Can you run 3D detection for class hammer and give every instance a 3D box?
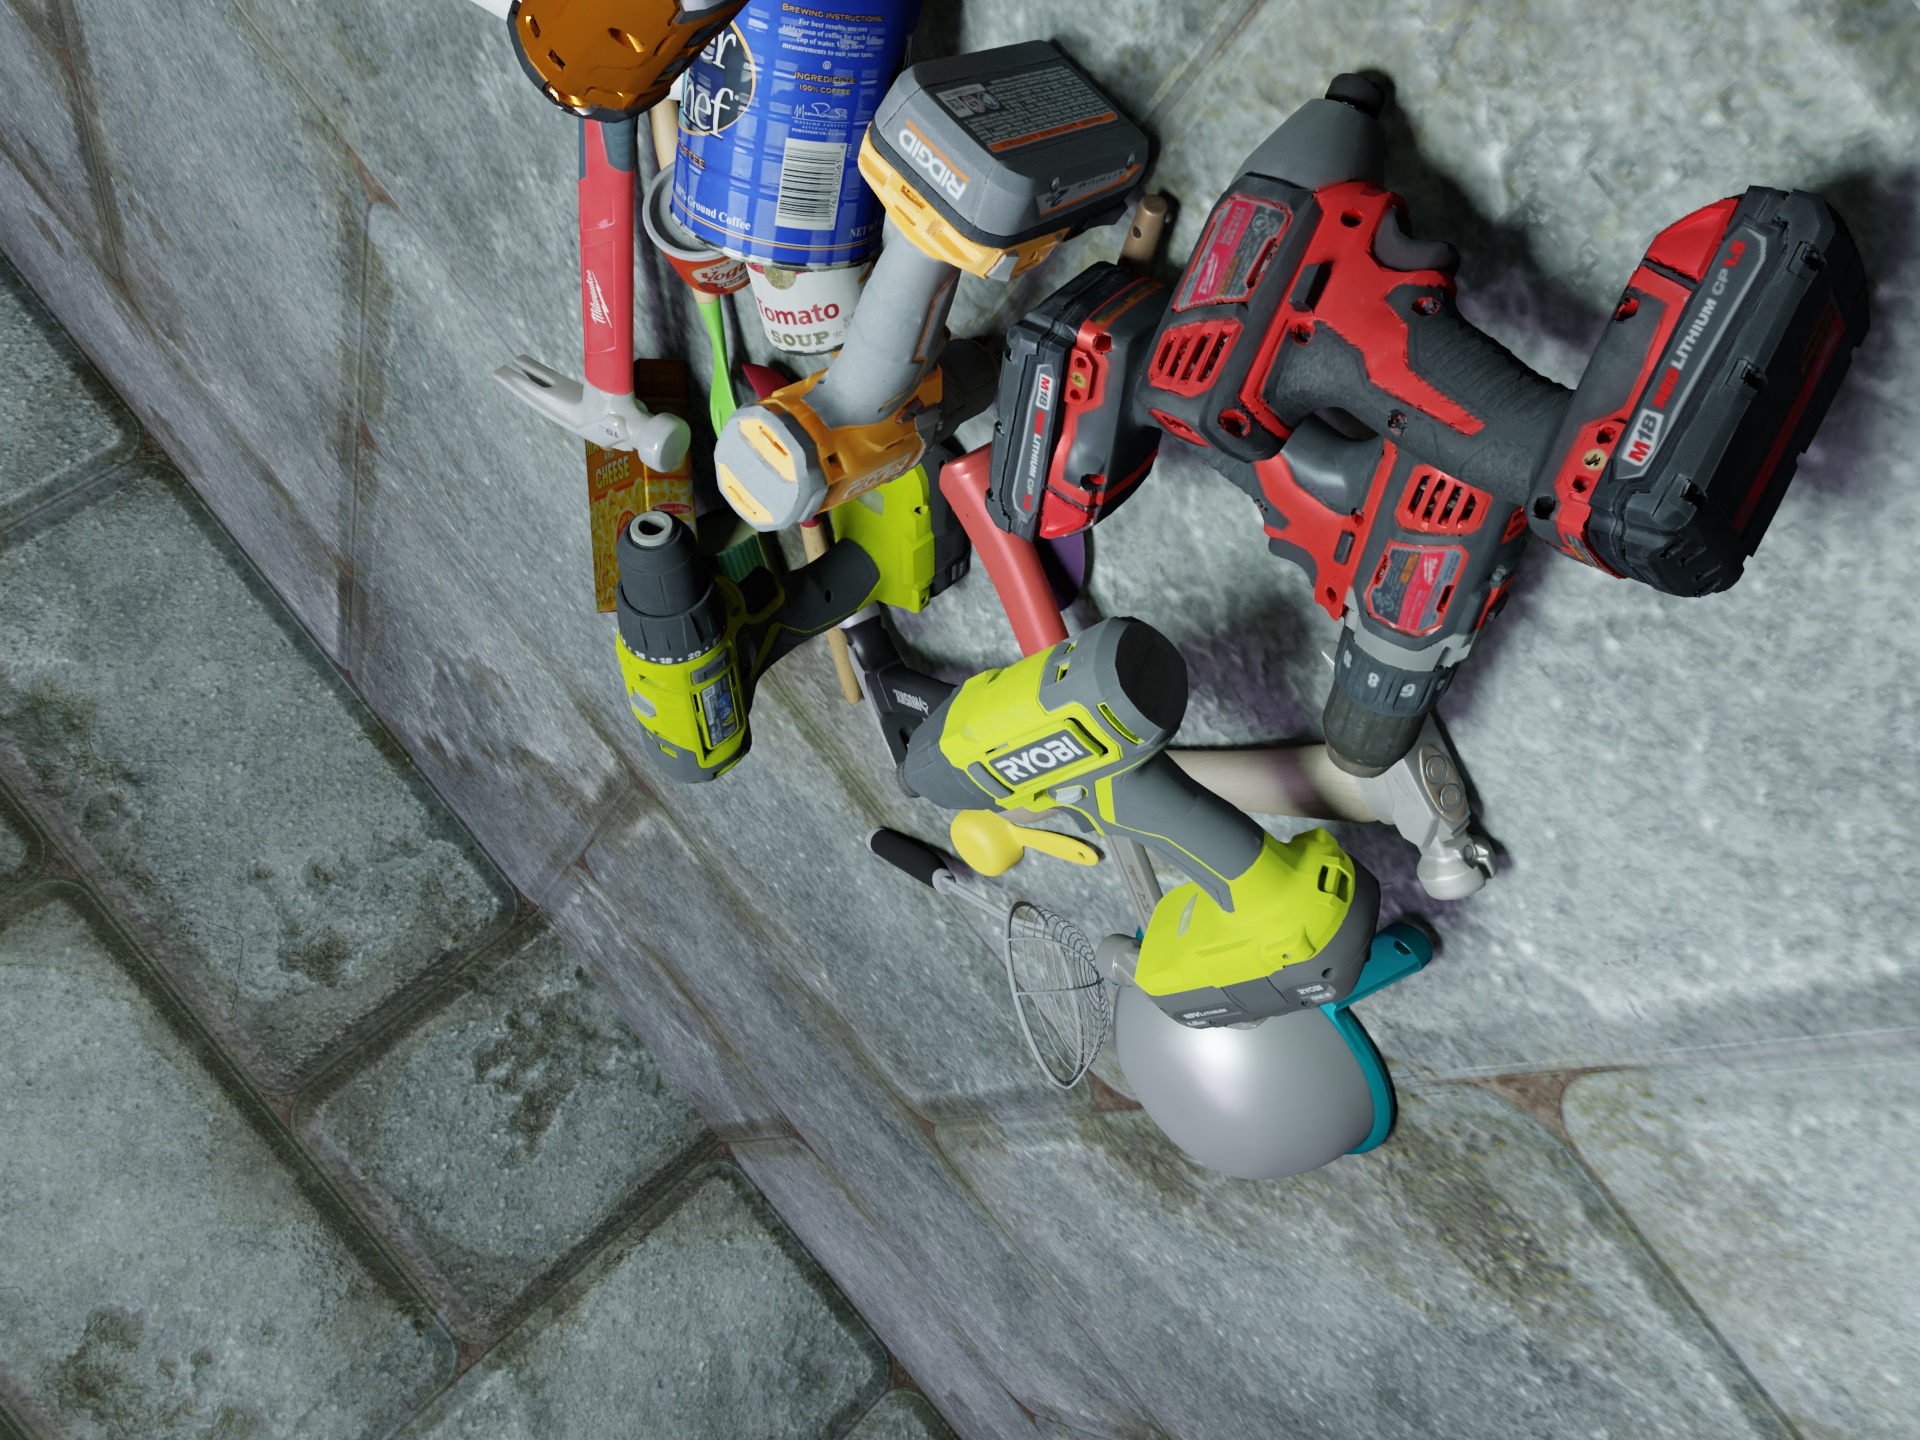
[{"bbox_3d":[-0.220,-0.328,0.934,0.143,0.038,0.386,29,139,14],"label":"hammer"},{"bbox_3d":[0.121,0.026,0.933,0.411,0.038,0.146,-4,120,59],"label":"hammer"},{"bbox_3d":[0.076,0.013,0.911,0.149,0.037,0.359,6,122,58],"label":"hammer"},{"bbox_3d":[-0.002,-0.003,0.980,0.146,0.035,0.335,69,164,-14],"label":"hammer"}]

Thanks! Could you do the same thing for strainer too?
[{"bbox_3d":[0.185,0.206,0.994,0.211,0.095,0.340,47,155,9],"label":"strainer"}]

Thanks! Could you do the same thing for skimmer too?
[{"bbox_3d":[-0.004,0.155,1.184,0.363,0.090,0.127,23,146,57],"label":"skimmer"}]

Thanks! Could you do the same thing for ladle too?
[{"bbox_3d":[-0.100,-0.118,1.104,0.315,0.031,0.069,80,167,-49],"label":"ladle"}]

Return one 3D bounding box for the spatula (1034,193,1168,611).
[{"bbox_3d":[0.063,-0.147,0.820,0.060,0.018,0.315,46,155,16],"label":"spatula"}]

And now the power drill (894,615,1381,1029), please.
[{"bbox_3d":[0.086,0.056,0.787,0.223,0.080,0.171,42,139,-22],"label":"power drill"}]

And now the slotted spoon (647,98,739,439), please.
[{"bbox_3d":[-0.163,-0.286,0.983,0.070,0.031,0.313,-116,13,-48],"label":"slotted spoon"}]

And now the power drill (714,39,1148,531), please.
[{"bbox_3d":[-0.006,-0.195,0.738,0.084,0.185,0.226,47,135,8],"label":"power drill"}]

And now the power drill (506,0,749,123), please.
[{"bbox_3d":[-0.038,-0.298,0.547,0.084,0.226,0.164,58,153,-14],"label":"power drill"}]

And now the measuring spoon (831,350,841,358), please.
[{"bbox_3d":[-0.084,-0.224,0.950,0.117,0.011,0.021,43,172,23],"label":"measuring spoon"}]

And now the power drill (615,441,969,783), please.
[{"bbox_3d":[-0.100,-0.087,0.916,0.080,0.228,0.190,37,151,25],"label":"power drill"}]

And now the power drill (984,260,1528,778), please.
[{"bbox_3d":[0.126,-0.084,0.698,0.227,0.080,0.187,29,138,21],"label":"power drill"}]

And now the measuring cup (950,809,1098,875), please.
[{"bbox_3d":[0.044,0.094,1.145,0.157,0.029,0.062,8,131,58],"label":"measuring cup"}]

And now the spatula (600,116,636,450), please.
[{"bbox_3d":[-0.231,-0.306,1.011,0.082,0.044,0.317,32,135,23],"label":"spatula"}]

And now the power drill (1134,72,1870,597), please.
[{"bbox_3d":[0.173,-0.138,0.541,0.220,0.143,0.078,29,-173,37],"label":"power drill"}]
